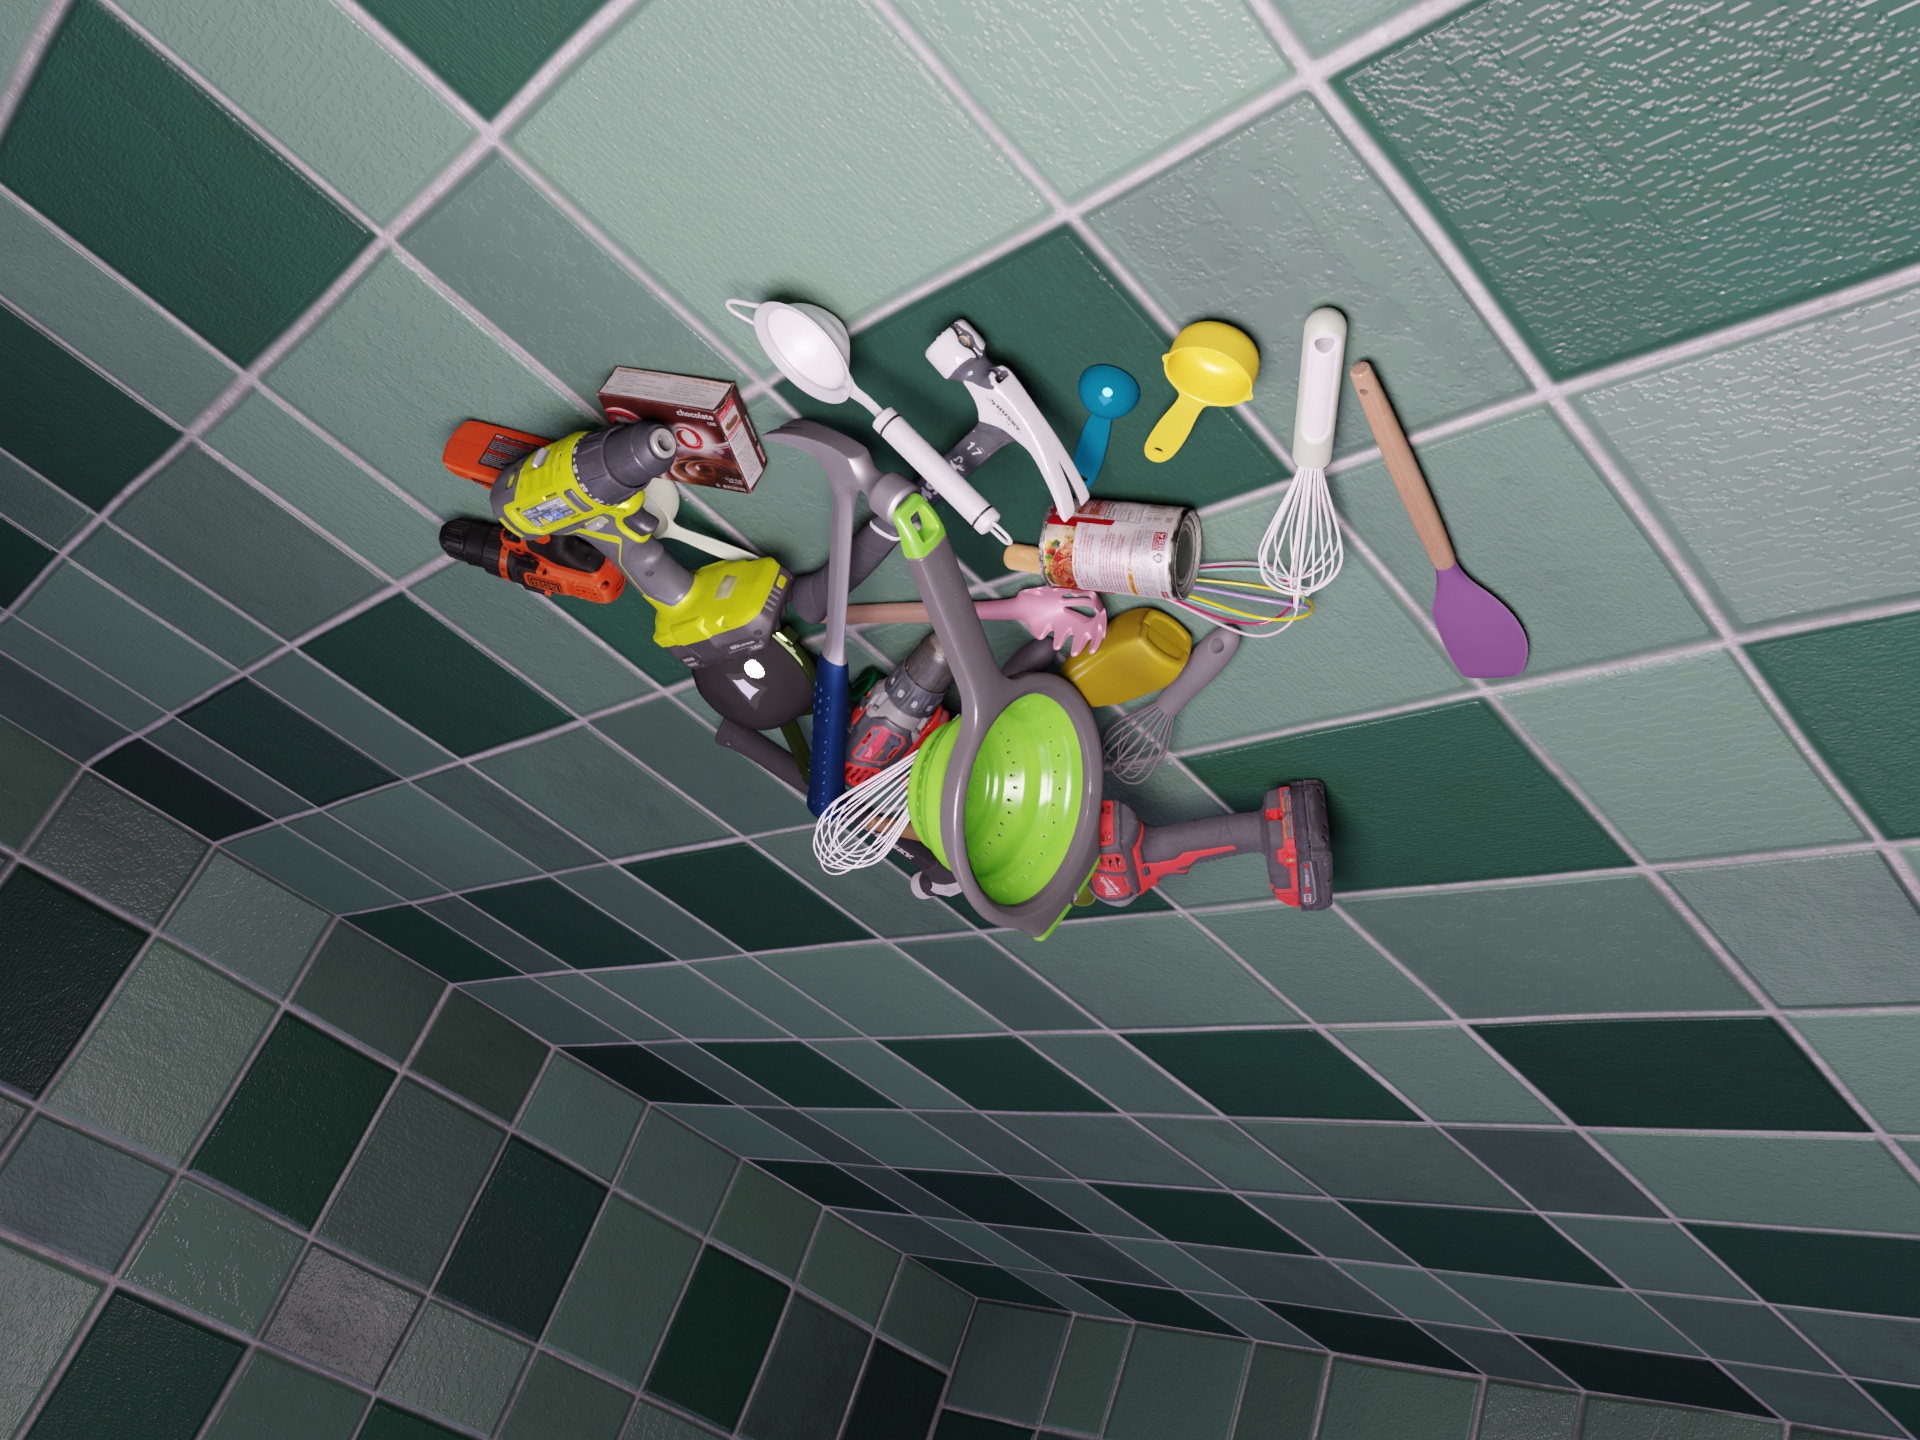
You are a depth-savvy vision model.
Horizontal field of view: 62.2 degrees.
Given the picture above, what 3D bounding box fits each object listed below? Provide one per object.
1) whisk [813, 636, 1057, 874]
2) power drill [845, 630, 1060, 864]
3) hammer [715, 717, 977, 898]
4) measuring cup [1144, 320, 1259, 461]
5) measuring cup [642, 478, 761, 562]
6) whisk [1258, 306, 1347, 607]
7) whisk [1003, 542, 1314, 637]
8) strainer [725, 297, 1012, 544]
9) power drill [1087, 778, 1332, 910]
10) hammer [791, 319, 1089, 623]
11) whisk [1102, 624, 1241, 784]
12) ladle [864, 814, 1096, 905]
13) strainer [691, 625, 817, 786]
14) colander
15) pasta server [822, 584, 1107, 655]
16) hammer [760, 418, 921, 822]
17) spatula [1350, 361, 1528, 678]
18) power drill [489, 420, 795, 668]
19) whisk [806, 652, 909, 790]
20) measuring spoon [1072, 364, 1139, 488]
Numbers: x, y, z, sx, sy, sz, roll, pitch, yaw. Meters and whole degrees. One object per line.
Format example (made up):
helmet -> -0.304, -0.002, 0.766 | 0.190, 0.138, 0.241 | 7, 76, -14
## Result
whisk -> -0.022, 0.029, 1.363 | 0.284, 0.070, 0.070 | -44, 118, 11
power drill -> 0.015, 0.025, 1.435 | 0.226, 0.080, 0.187 | 29, 125, -14
hammer -> -0.121, 0.091, 1.708 | 0.334, 0.035, 0.146 | 35, 149, -20
measuring cup -> 0.150, -0.211, 1.037 | 0.062, 0.029, 0.156 | 24, 163, -3
measuring cup -> -0.234, -0.173, 1.351 | 0.167, 0.038, 0.083 | 22, 151, -11
whisk -> 0.227, -0.164, 1.030 | 0.058, 0.059, 0.246 | 3, 143, 9
whisk -> 0.144, -0.105, 1.191 | 0.245, 0.047, 0.051 | 13, 151, 24
strainer -> -0.055, -0.211, 1.091 | 0.258, 0.050, 0.087 | 45, 159, 5
power drill -> 0.215, 0.120, 1.412 | 0.219, 0.079, 0.143 | -5, 145, 10
hammer -> -0.044, -0.153, 1.224 | 0.149, 0.036, 0.409 | 48, 150, -6
whisk -> 0.175, -0.012, 1.320 | 0.055, 0.055, 0.238 | 25, 147, -5
ladle -> 0.025, 0.133, 1.539 | 0.078, 0.062, 0.320 | 5, 173, 45
strainer -> -0.193, -0.004, 1.527 | 0.151, 0.069, 0.256 | 18, 146, 31
colander -> -0.002, -0.004, 1.239 | 0.094, 0.204, 0.396 | 8, 134, 37
pasta server -> -0.009, -0.088, 1.330 | 0.316, 0.040, 0.060 | 1, 123, 36
hammer -> -0.106, -0.065, 1.297 | 0.144, 0.035, 0.405 | 39, 144, 26
spatula -> 0.319, -0.122, 1.062 | 0.060, 0.018, 0.315 | -2, 144, 36
power drill -> -0.242, -0.146, 1.285 | 0.190, 0.080, 0.228 | -11, 138, 40
whisk -> -0.057, 0.036, 1.554 | 0.073, 0.073, 0.295 | -14, 128, 47
measuring spoon -> 0.092, -0.194, 1.098 | 0.042, 0.021, 0.128 | 21, 150, 4
